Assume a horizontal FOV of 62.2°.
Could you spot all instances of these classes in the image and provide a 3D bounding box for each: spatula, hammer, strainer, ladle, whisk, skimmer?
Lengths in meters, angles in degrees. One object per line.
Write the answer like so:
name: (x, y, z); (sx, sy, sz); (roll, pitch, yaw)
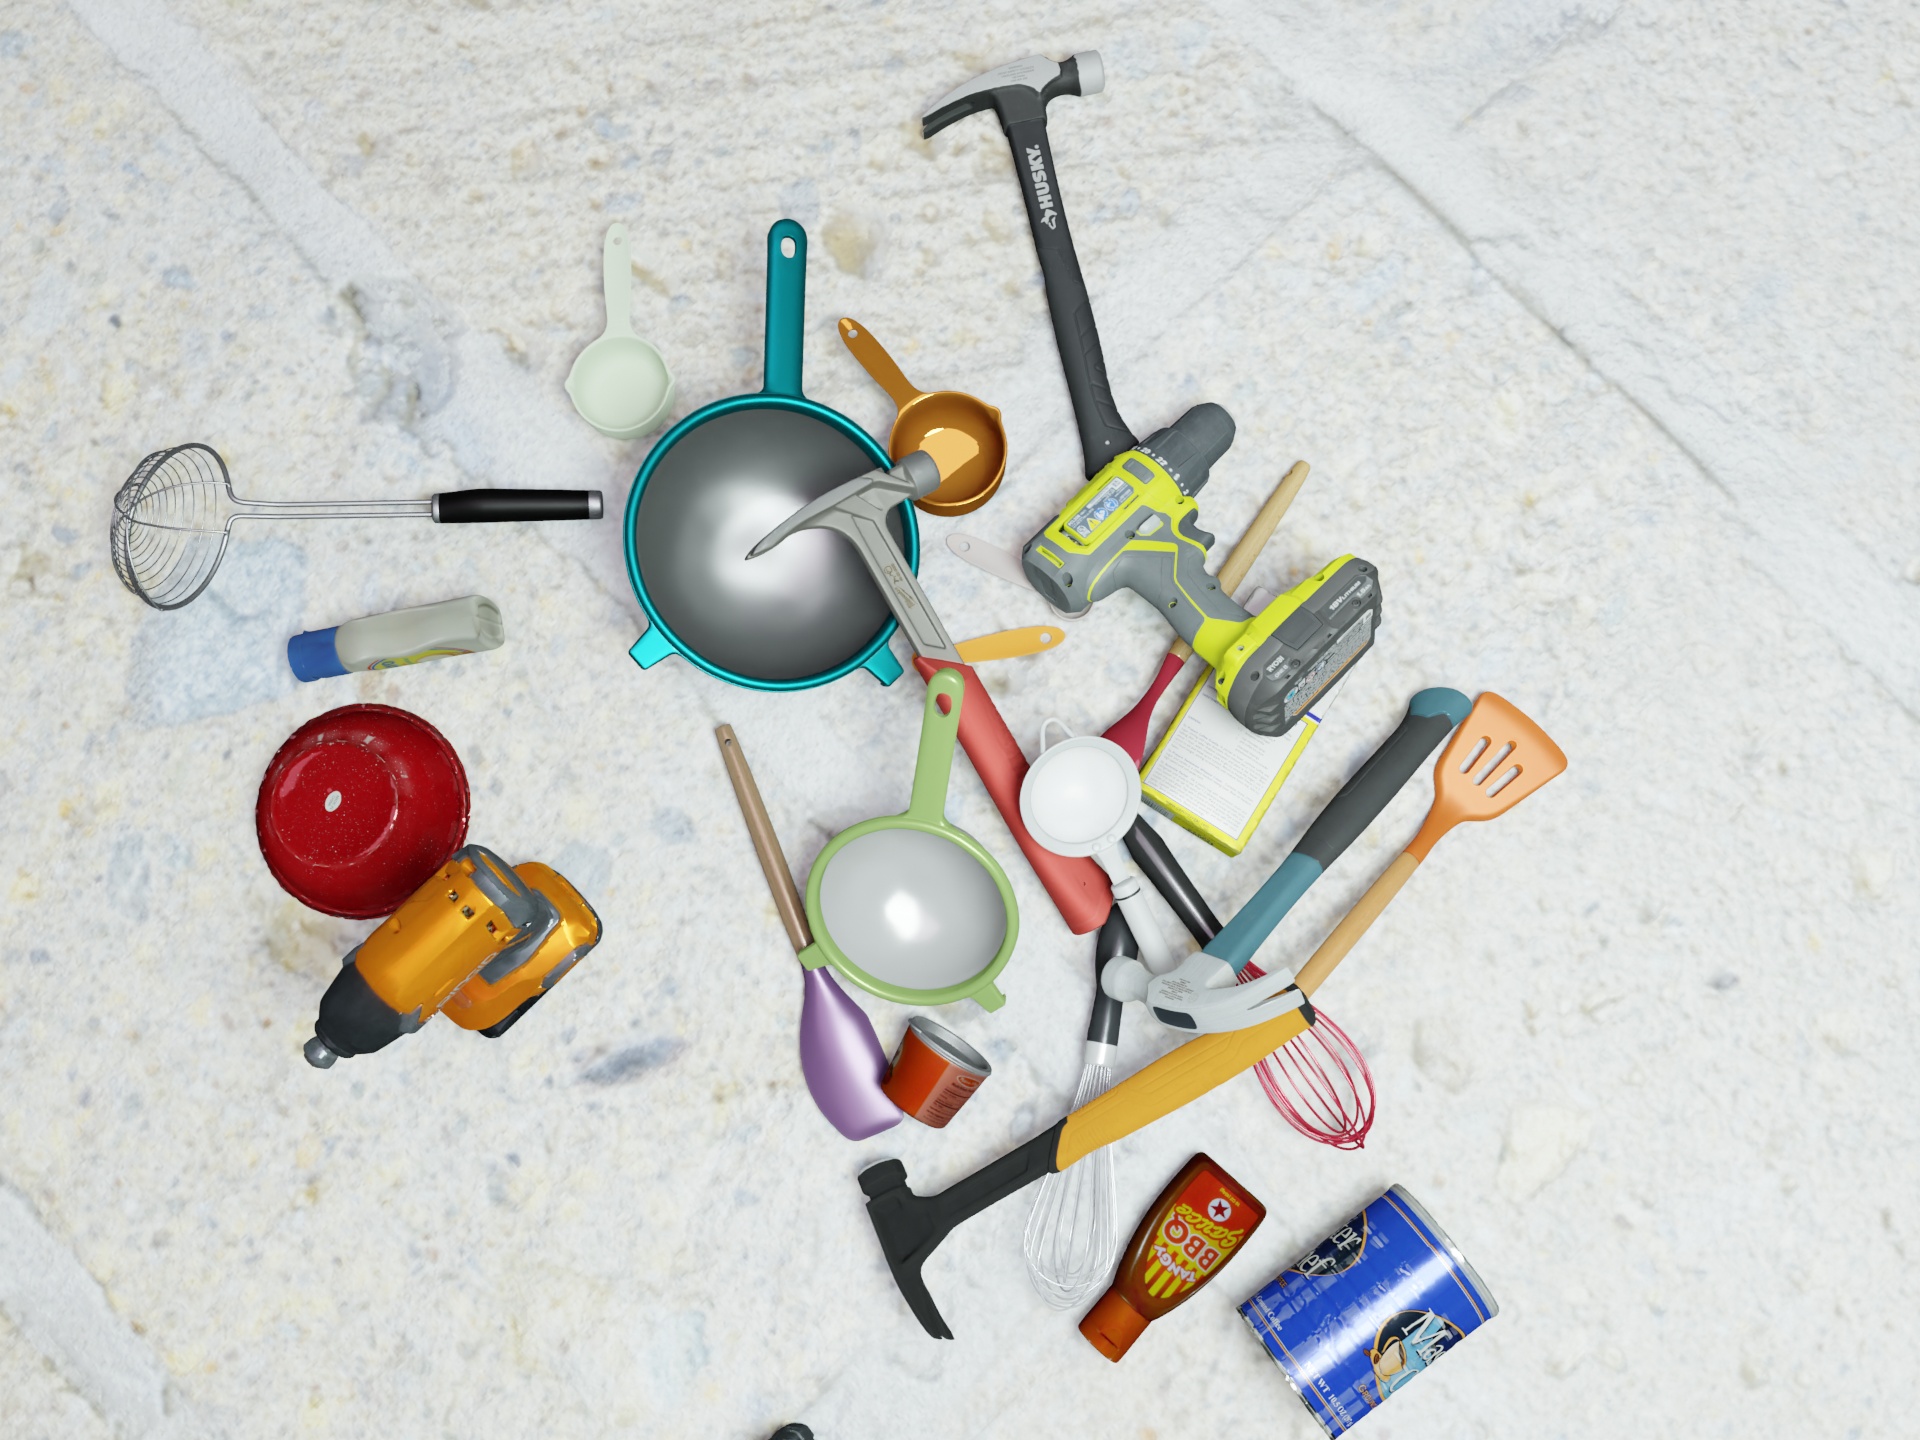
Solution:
spatula: (-0.120, 0.151, 1.153); (0.060, 0.018, 0.316); (-20, 83, -6)
hammer: (0.091, 0.279, 1.061); (0.337, 0.034, 0.127); (-34, 58, 9)
spatula: (0.305, 0.111, 1.116); (0.081, 0.041, 0.322); (44, 68, 6)
strainer: (0.110, 0.110, 1.108); (0.087, 0.050, 0.258); (-27, 100, -5)
strainer: (-0.140, -0.185, 1.155); (0.211, 0.095, 0.340); (3, 84, -19)
hammer: (0.071, -0.344, 1.213); (0.146, 0.035, 0.335); (-12, 82, -1)
hammer: (0.244, 0.088, 1.092); (0.331, 0.128, 0.033); (-44, 123, -23)
strainer: (-0.022, 0.074, 1.099); (0.151, 0.069, 0.256); (12, 114, 6)
ladle: (0.173, -0.065, 1.165); (0.031, 0.069, 0.315); (38, 78, -19)
whisk: (0.195, 0.175, 1.124); (0.073, 0.073, 0.296); (-35, 77, -4)
hammer: (-0.002, -0.004, 1.119); (0.149, 0.037, 0.359); (-31, 96, -18)
skimmer: (-0.453, -0.150, 1.200); (0.363, 0.090, 0.127); (-2, 78, -9)
whisk: (0.092, 0.266, 1.115); (0.070, 0.070, 0.285); (10, 78, 3)

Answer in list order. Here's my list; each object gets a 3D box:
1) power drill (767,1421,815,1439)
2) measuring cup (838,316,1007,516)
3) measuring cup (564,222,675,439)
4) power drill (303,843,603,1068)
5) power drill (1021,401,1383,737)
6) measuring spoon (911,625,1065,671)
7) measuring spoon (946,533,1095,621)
power drill: (-0.183, 0.575, 1.067); (0.226, 0.080, 0.188); (-39, 82, -1)
measuring cup: (-0.035, -0.228, 1.190); (0.095, 0.052, 0.174); (-38, 81, -4)
measuring cup: (-0.257, -0.294, 1.212); (0.083, 0.038, 0.168); (-4, 80, 1)
power drill: (-0.333, 0.161, 1.051); (0.164, 0.226, 0.084); (-44, 83, -5)
power drill: (0.182, -0.114, 1.124); (0.190, 0.080, 0.229); (-44, 63, -10)
measuring spoon: (0.021, -0.053, 1.186); (0.117, 0.011, 0.021); (-11, 82, -4)
measuring spoon: (0.044, -0.108, 1.192); (0.124, 0.018, 0.034); (28, 77, 12)
